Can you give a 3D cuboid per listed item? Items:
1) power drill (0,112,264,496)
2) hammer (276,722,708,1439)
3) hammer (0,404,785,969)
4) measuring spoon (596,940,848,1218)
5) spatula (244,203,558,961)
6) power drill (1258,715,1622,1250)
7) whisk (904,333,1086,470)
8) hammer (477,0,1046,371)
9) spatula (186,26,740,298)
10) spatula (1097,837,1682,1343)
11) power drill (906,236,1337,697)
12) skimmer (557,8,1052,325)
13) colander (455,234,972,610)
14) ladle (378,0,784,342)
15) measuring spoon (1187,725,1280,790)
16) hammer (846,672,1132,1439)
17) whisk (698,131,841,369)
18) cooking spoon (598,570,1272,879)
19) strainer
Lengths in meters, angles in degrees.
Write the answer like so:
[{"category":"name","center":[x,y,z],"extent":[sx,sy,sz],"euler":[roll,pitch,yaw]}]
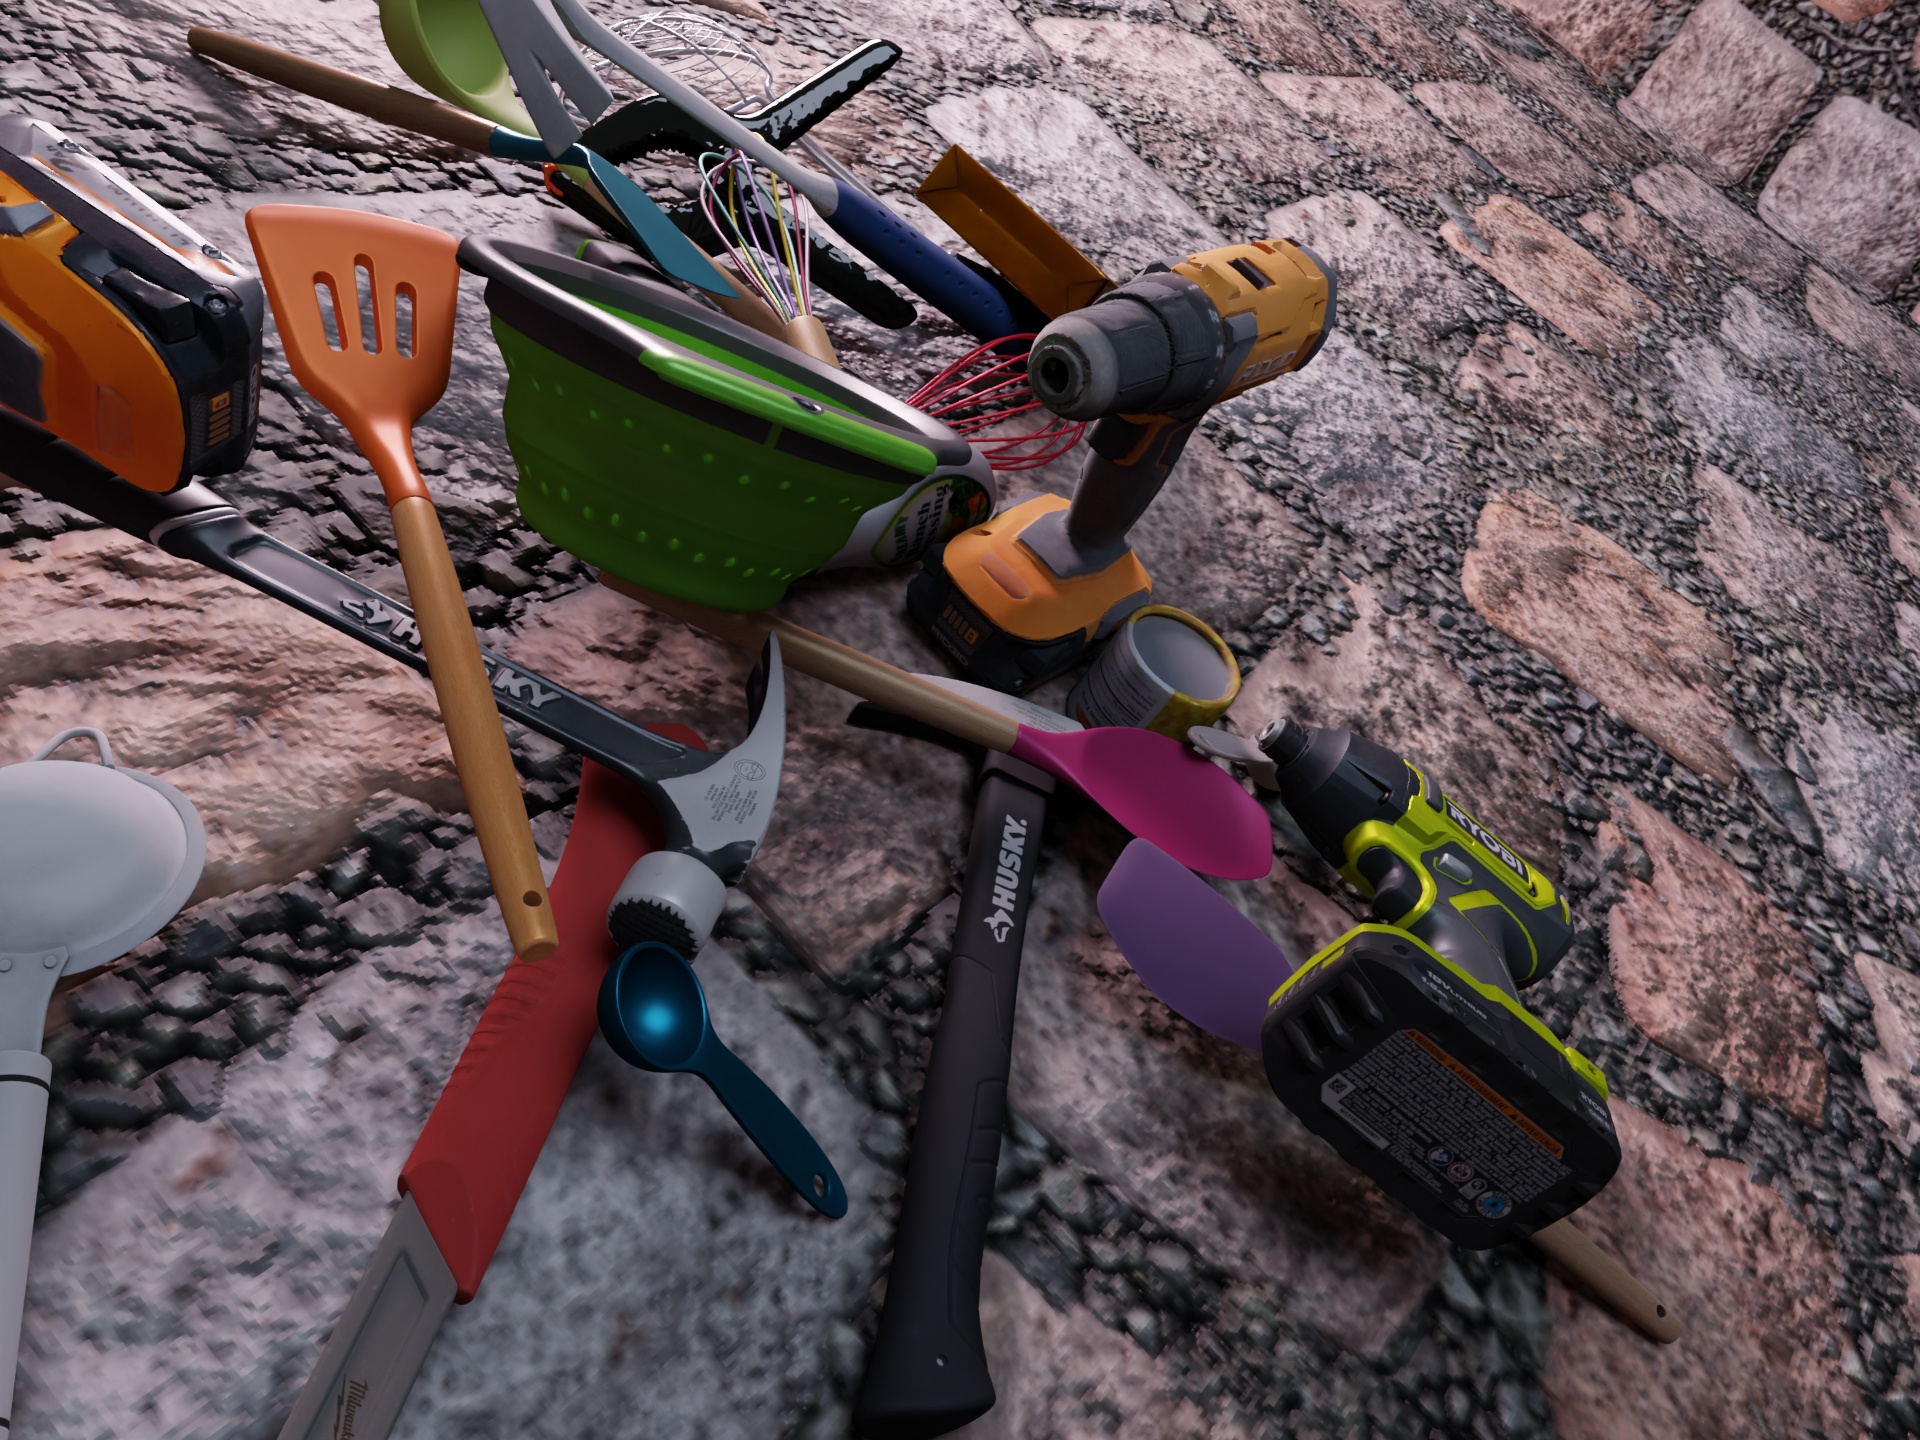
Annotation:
[{"category":"power drill","center":[-0.311,-0.074,0.451],"extent":[0.164,0.084,0.226],"euler":[36,47,4]},{"category":"hammer","center":[-0.139,0.132,0.495],"extent":[0.149,0.036,0.359],"euler":[27,41,-9]},{"category":"hammer","center":[-0.246,-0.061,0.559],"extent":[0.409,0.036,0.149],"euler":[28,40,-5]},{"category":"measuring spoon","center":[-0.079,0.125,0.525],"extent":[0.128,0.021,0.042],"euler":[55,29,-26]},{"category":"spatula","center":[-0.181,-0.061,0.543],"extent":[0.081,0.041,0.323],"euler":[-1,51,-35]},{"category":"power drill","center":[0.192,0.094,0.674],"extent":[0.171,0.080,0.223],"euler":[39,28,-8]},{"category":"whisk","center":[-0.032,-0.148,0.824],"extent":[0.296,0.073,0.073],"euler":[-23,65,-39]},{"category":"hammer","center":[-0.072,-0.255,0.773],"extent":[0.405,0.035,0.144],"euler":[18,46,-55]},{"category":"spatula","center":[-0.253,-0.282,0.781],"extent":[0.317,0.044,0.082],"euler":[22,12,13]},{"category":"spatula","center":[0.183,0.164,0.670],"extent":[0.316,0.018,0.060],"euler":[39,55,-4]},{"category":"power drill","center":[0.058,-0.109,0.714],"extent":[0.084,0.226,0.185],"euler":[46,42,14]},{"category":"skimmer","center":[-0.072,-0.299,0.965],"extent":[0.363,0.090,0.127],"euler":[37,44,-13]},{"category":"colander","center":[-0.134,-0.136,0.687],"extent":[0.204,0.094,0.397],"euler":[16,16,-28]},{"category":"ladle","center":[-0.164,-0.273,0.826],"extent":[0.320,0.062,0.078],"euler":[39,34,-11]},{"category":"measuring spoon","center":[0.133,0.019,0.771],"extent":[0.034,0.018,0.124],"euler":[50,19,26]},{"category":"hammer","center":[0.002,0.109,0.614],"extent":[0.146,0.035,0.335],"euler":[25,41,-12]},{"category":"whisk","center":[-0.083,-0.209,0.783],"extent":[0.051,0.047,0.245],"euler":[27,34,-50]},{"category":"cooking spoon","center":[-0.001,-0.002,0.676],"extent":[0.318,0.017,0.069],"euler":[23,47,-16]},{"category":"strainer","center":[-0.265,0.093,0.449],"extent":[0.087,0.050,0.259],"euler":[-3,55,-16]}]
